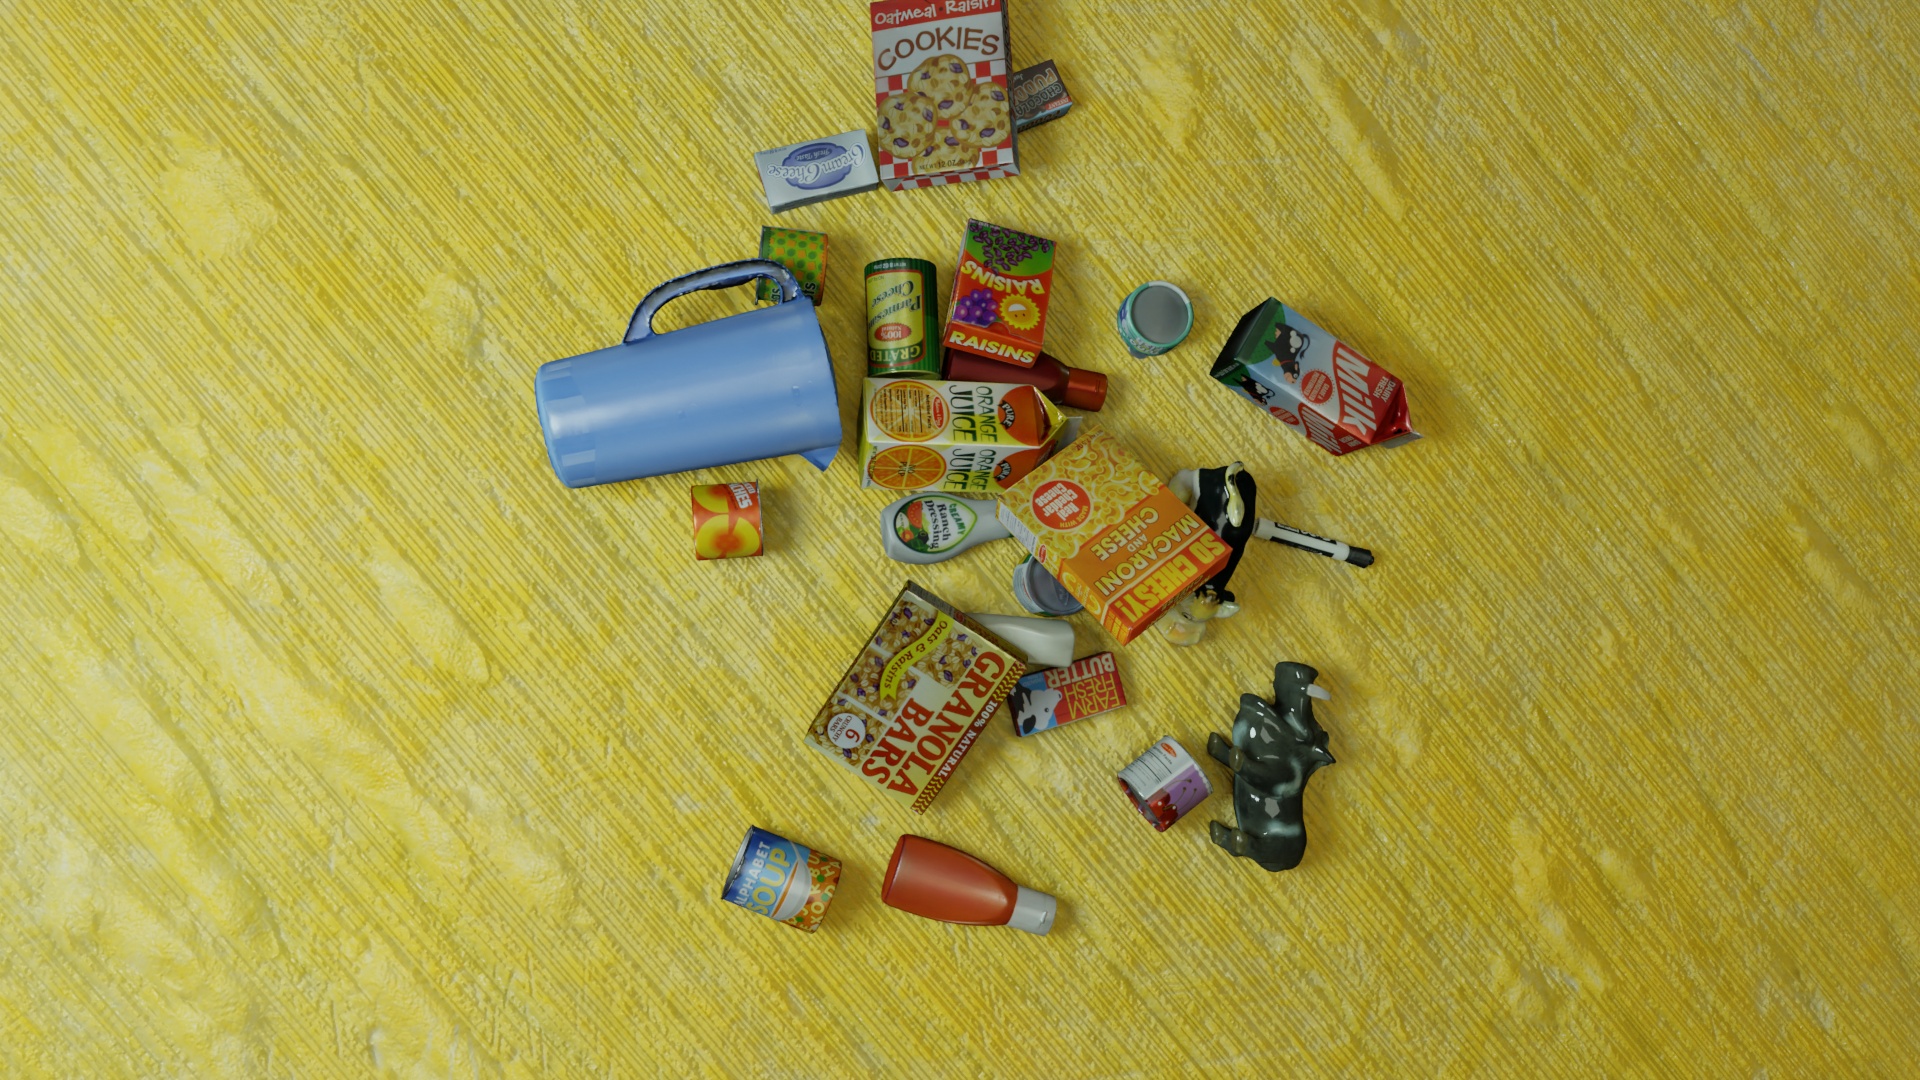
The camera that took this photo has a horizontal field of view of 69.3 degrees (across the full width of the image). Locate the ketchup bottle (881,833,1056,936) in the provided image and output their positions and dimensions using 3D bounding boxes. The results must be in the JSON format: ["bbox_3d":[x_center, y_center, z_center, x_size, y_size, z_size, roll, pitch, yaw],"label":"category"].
[{"bbox_3d":[0.009,0.307,1.211,0.149,0.043,0.065,20,82,-8],"label":"ketchup bottle"}]

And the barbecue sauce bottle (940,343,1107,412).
[{"bbox_3d":[0.058,-0.149,1.265,0.149,0.043,0.065,10,79,-10],"label":"barbecue sauce bottle"}]

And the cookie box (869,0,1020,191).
[{"bbox_3d":[-0.014,-0.410,1.258,0.123,0.040,0.167,-5,85,11],"label":"cookie box"}]

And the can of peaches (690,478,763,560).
[{"bbox_3d":[-0.201,-0.019,1.192,0.058,0.071,0.071,-5,86,-10],"label":"can of peaches"}]

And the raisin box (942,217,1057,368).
[{"bbox_3d":[0.036,-0.223,1.248,0.086,0.040,0.124,14,60,-9],"label":"raisin box"}]

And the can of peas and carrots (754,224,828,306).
[{"bbox_3d":[-0.149,-0.239,1.224,0.059,0.071,0.071,5,84,-10],"label":"can of peas and carrots"}]

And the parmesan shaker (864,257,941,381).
[{"bbox_3d":[-0.055,-0.194,1.238,0.071,0.071,0.103,-2,85,-10],"label":"parmesan shaker"}]

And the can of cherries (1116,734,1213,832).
[{"bbox_3d":[0.183,0.219,1.240,0.058,0.071,0.071,-37,92,-11],"label":"can of cherries"}]

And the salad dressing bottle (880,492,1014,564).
[{"bbox_3d":[0.004,-0.016,1.241,0.148,0.044,0.064,-8,78,-12],"label":"salad dressing bottle"}]

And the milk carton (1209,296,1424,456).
[{"bbox_3d":[0.339,-0.141,1.300,0.190,0.072,0.073,32,80,-6],"label":"milk carton"}]

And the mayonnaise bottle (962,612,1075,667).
[{"bbox_3d":[0.024,0.086,1.228,0.148,0.065,0.041,5,98,-5],"label":"mayonnaise bottle"}]

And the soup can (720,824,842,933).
[{"bbox_3d":[-0.150,0.286,1.170,0.084,0.071,0.071,24,81,-7],"label":"soup can"}]

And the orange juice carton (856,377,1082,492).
[{"bbox_3d":[0.008,-0.091,1.223,0.193,0.071,0.073,1,57,-10],"label":"orange juice carton"}]

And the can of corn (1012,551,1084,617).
[{"bbox_3d":[0.086,0.035,1.244,0.071,0.058,0.071,1,84,-10],"label":"can of corn"}]

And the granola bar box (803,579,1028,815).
[{"bbox_3d":[-0.038,0.135,1.191,0.124,0.039,0.165,33,103,-5],"label":"granola bar box"}]

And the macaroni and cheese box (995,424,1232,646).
[{"bbox_3d":[0.131,-0.007,1.200,0.124,0.040,0.167,-36,67,-21],"label":"macaroni and cheese box"}]

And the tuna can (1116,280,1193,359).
[{"bbox_3d":[0.181,-0.206,1.298,0.071,0.033,0.071,1,84,-10],"label":"tuna can"}]

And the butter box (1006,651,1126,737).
[{"bbox_3d":[0.094,0.138,1.252,0.104,0.024,0.053,-15,88,-11],"label":"butter box"}]

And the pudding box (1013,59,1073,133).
[{"bbox_3d":[0.056,-0.409,1.296,0.084,0.030,0.049,-24,89,-11],"label":"pudding box"}]

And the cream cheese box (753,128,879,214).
[{"bbox_3d":[-0.130,-0.335,1.259,0.104,0.024,0.053,-16,89,-11],"label":"cream cheese box"}]
